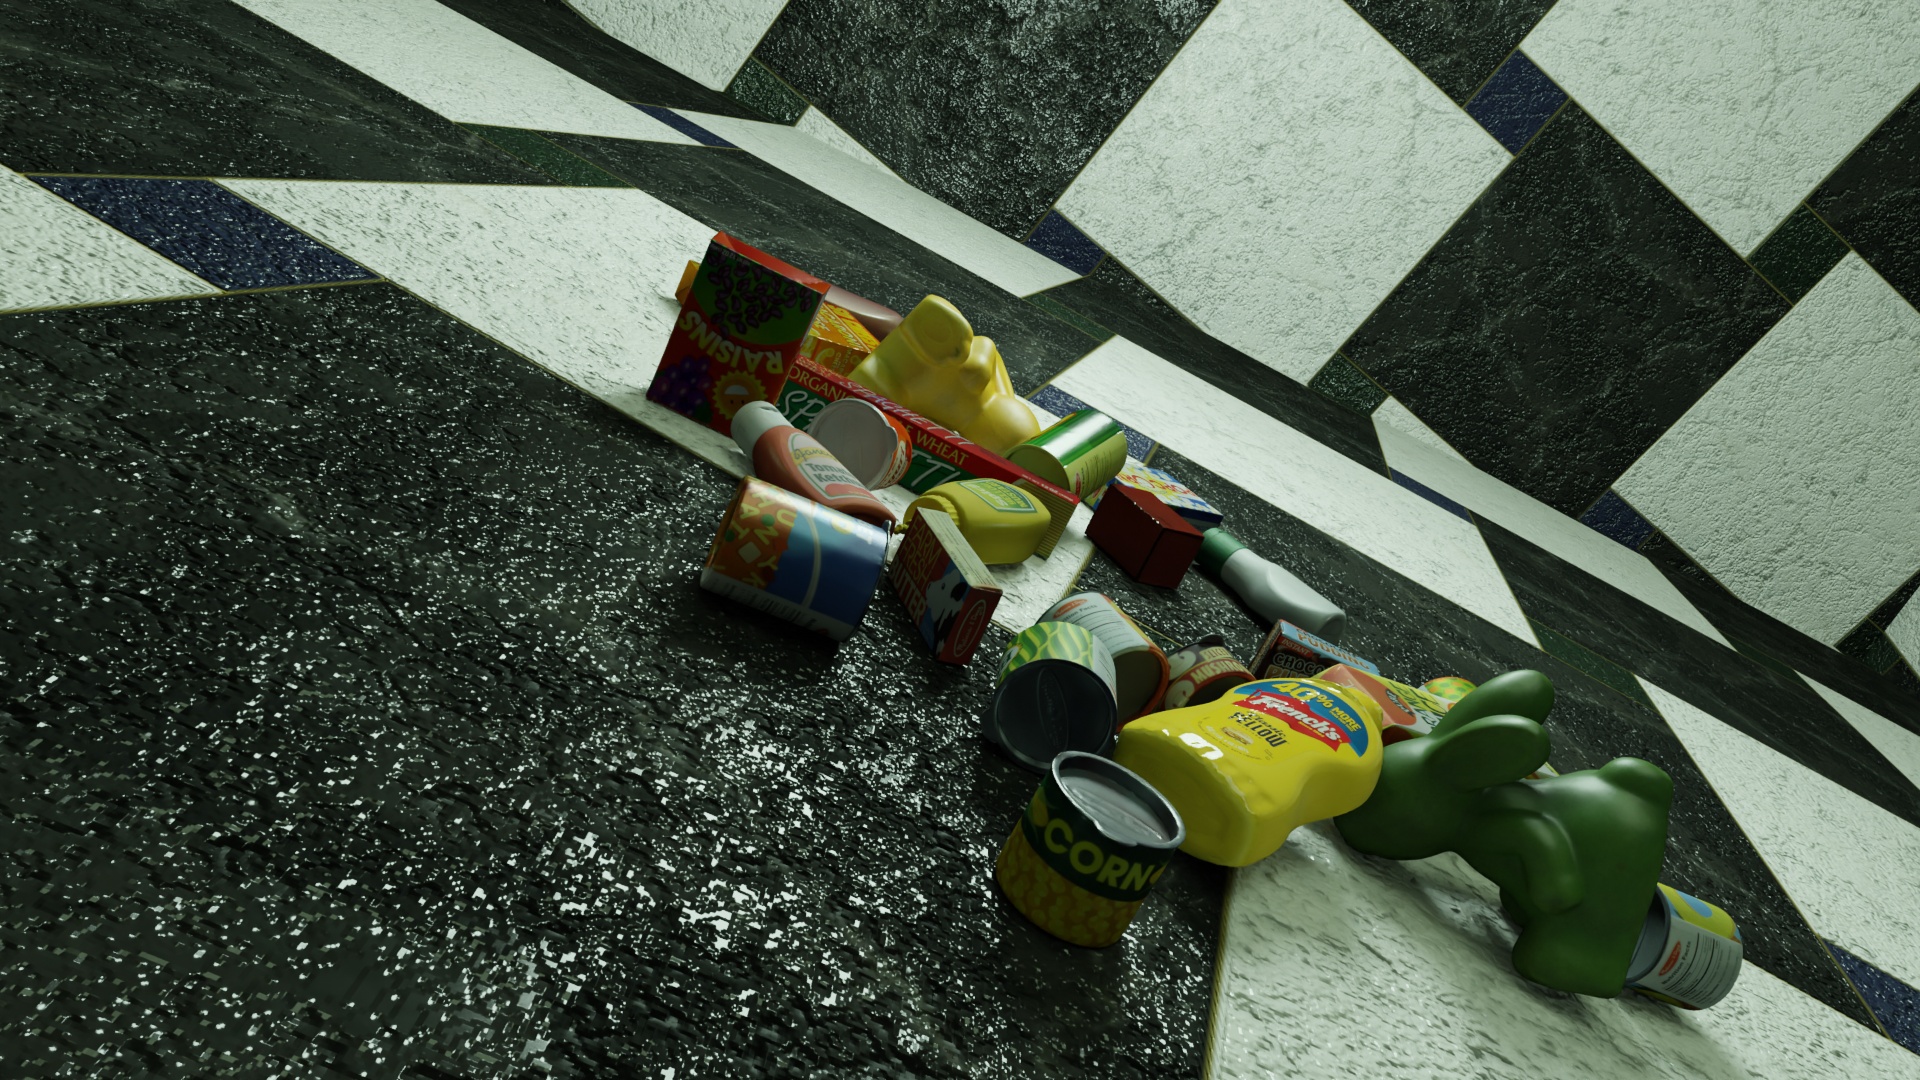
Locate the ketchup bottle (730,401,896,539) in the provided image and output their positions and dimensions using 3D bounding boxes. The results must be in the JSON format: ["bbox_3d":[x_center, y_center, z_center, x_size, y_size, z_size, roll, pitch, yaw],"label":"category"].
[{"bbox_3d":[-0.103,-0.041,0.901,0.065,0.043,0.149,10,24,-42],"label":"ketchup bottle"}]

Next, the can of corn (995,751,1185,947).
[{"bbox_3d":[0.056,0.138,0.615,0.071,0.058,0.071,25,18,-9],"label":"can of corn"}]

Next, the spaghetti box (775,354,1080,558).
[{"bbox_3d":[-0.031,-0.065,1.056,0.250,0.050,0.029,27,17,0],"label":"spaghetti box"}]

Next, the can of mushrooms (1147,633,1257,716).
[{"bbox_3d":[0.146,0.094,0.839,0.071,0.070,0.033,15,23,-35],"label":"can of mushrooms"}]

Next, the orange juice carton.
[{"bbox_3d":[0.287,0.141,0.905,0.193,0.072,0.072,19,21,-23],"label":"orange juice carton"}]

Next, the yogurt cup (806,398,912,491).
[{"bbox_3d":[-0.069,-0.064,0.981,0.072,0.072,0.054,33,11,18],"label":"yogurt cup"}]

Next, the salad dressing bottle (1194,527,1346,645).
[{"bbox_3d":[0.261,0.041,1.190,0.064,0.043,0.148,7,26,-43],"label":"salad dressing bottle"}]

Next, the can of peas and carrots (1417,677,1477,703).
[{"bbox_3d":[0.370,0.143,1.026,0.071,0.070,0.059,23,18,-12],"label":"can of peas and carrots"}]

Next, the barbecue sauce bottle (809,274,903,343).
[{"bbox_3d":[-0.096,-0.219,1.392,0.148,0.043,0.065,20,20,-24],"label":"barbecue sauce bottle"}]

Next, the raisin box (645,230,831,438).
[{"bbox_3d":[-0.155,-0.139,0.965,0.086,0.123,0.040,25,19,-8],"label":"raisin box"}]

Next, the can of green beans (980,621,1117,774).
[{"bbox_3d":[0.051,0.083,0.743,0.071,0.071,0.058,26,17,-3],"label":"can of green beans"}]

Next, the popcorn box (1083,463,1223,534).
[{"bbox_3d":[0.171,-0.036,1.276,0.127,0.038,0.085,9,26,-44],"label":"popcorn box"}]

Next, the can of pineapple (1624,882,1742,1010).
[{"bbox_3d":[0.420,0.240,0.833,0.058,0.070,0.071,23,18,-14],"label":"can of pineapple"}]

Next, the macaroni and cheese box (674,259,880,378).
[{"bbox_3d":[-0.154,-0.187,1.229,0.166,0.040,0.124,12,24,-37],"label":"macaroni and cheese box"}]

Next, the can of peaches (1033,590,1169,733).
[{"bbox_3d":[0.081,0.074,0.814,0.071,0.071,0.058,13,22,-37],"label":"can of peaches"}]

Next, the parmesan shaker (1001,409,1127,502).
[{"bbox_3d":[0.082,-0.059,1.122,0.071,0.071,0.103,33,35,18],"label":"parmesan shaker"}]

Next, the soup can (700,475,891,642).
[{"bbox_3d":[-0.088,0.007,0.746,0.084,0.071,0.071,23,18,-14],"label":"soup can"}]

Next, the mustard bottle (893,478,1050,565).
[{"bbox_3d":[0.003,-0.012,0.961,0.065,0.048,0.160,34,19,24],"label":"mustard bottle"}]

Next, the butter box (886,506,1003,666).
[{"bbox_3d":[-0.011,0.026,0.833,0.024,0.053,0.104,14,21,-28],"label":"butter box"}]

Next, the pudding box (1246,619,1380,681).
[{"bbox_3d":[0.259,0.098,1.019,0.084,0.049,0.030,26,19,-3],"label":"pudding box"}]
